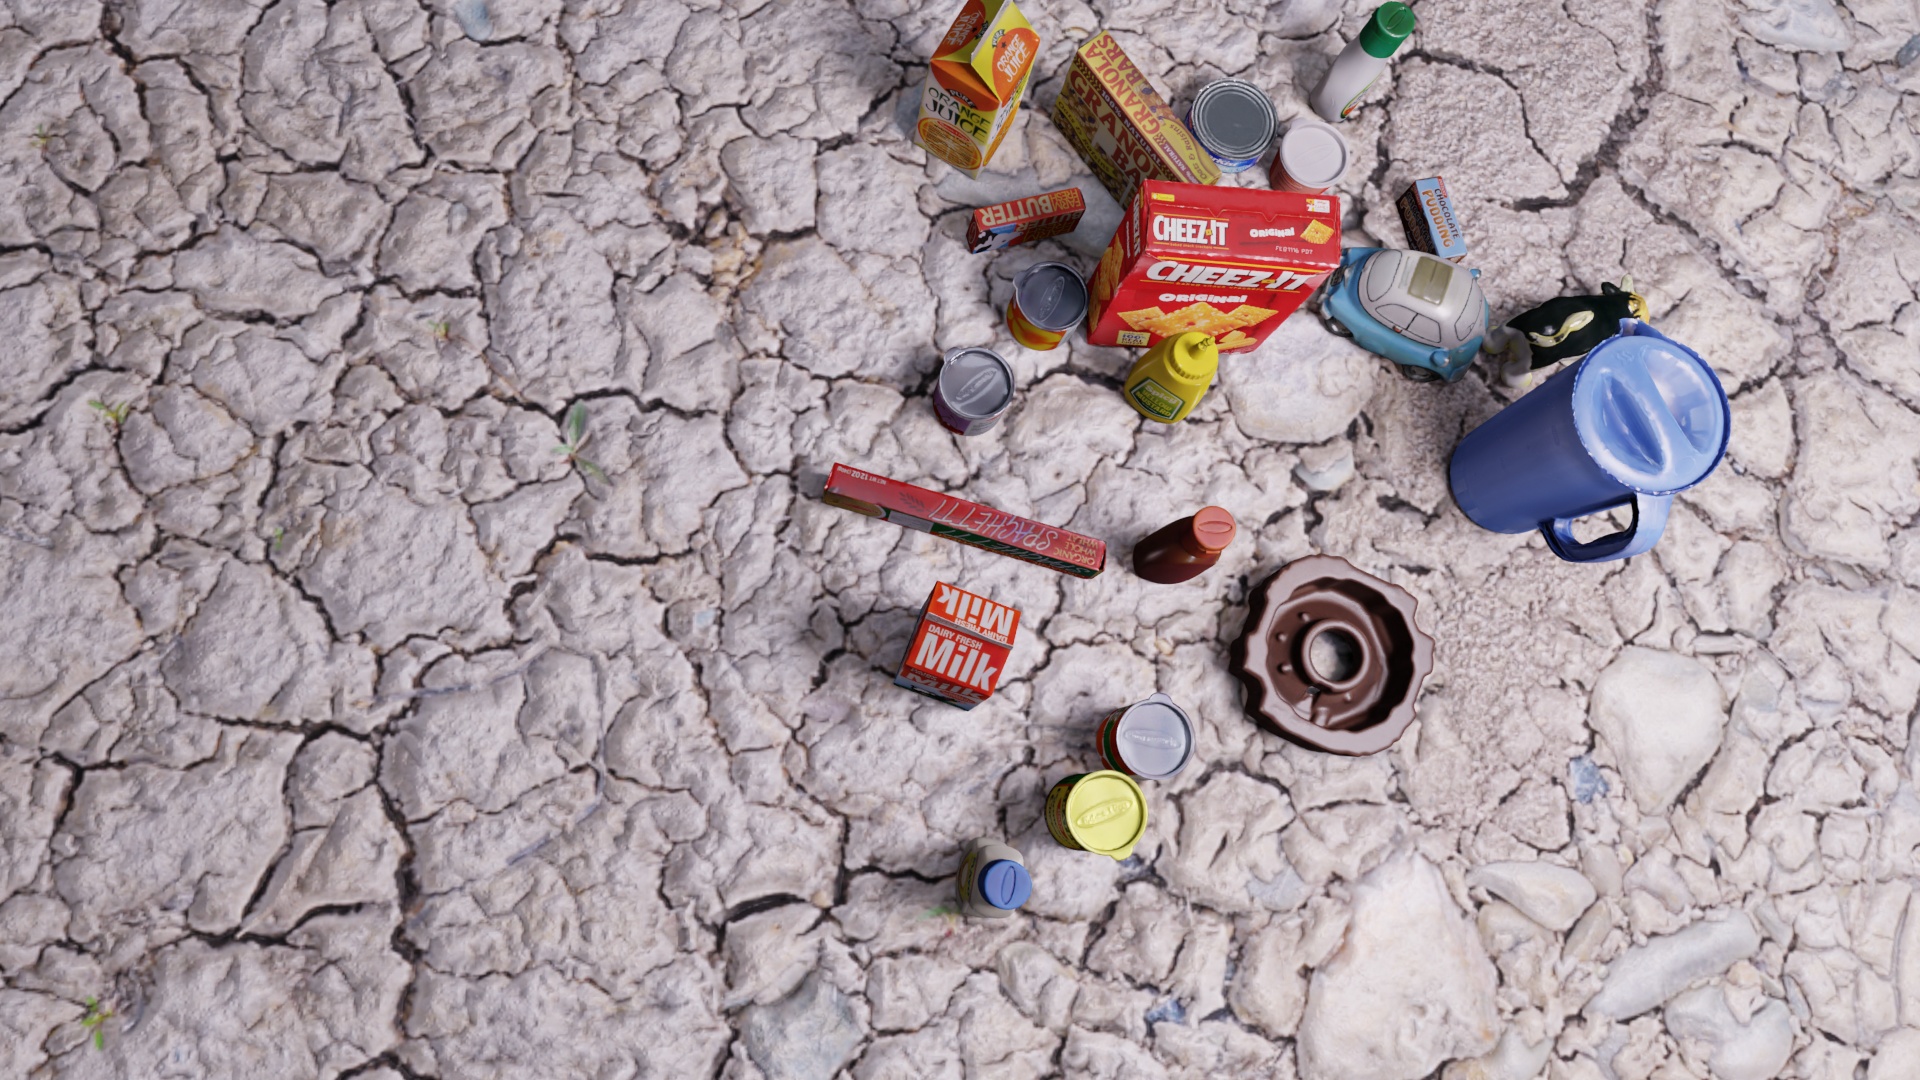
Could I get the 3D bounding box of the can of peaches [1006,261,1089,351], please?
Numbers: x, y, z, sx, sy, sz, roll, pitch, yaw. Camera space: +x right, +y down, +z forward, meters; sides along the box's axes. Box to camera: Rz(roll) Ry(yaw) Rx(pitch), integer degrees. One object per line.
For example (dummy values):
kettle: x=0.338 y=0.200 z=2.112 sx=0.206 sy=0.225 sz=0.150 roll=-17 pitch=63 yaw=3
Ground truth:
can of peaches: x=0.076 y=-0.212 z=1.254 sx=0.071 sy=0.058 sz=0.071 roll=2 pitch=78 yaw=-7

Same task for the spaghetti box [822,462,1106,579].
spaghetti box: x=0.004 y=-0.015 z=1.207 sx=0.250 sy=0.050 sz=0.029 roll=16 pitch=77 yaw=-4

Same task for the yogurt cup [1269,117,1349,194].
yogurt cup: x=0.328 y=-0.356 z=1.320 sx=0.072 sy=0.054 sz=0.072 roll=2 pitch=78 yaw=-7

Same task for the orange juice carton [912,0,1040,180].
orange juice carton: x=0.014 y=-0.402 z=1.217 sx=0.073 sy=0.192 sz=0.072 roll=31 pitch=77 yaw=-1

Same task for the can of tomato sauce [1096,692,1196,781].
can of tomato sauce: x=0.154 y=0.167 z=1.171 sx=0.071 sy=0.083 sz=0.071 roll=2 pitch=78 yaw=-7

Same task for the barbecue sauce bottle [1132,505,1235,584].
barbecue sauce bottle: x=0.193 y=0.004 z=1.177 sx=0.065 sy=0.148 sz=0.044 roll=1 pitch=79 yaw=-7

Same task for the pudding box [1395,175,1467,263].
pudding box: x=0.450 y=-0.299 z=1.326 sx=0.030 sy=0.049 sz=0.084 roll=-12 pitch=80 yaw=-10

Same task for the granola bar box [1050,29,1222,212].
granola bar box: x=0.155 y=-0.360 z=1.262 sx=0.039 sy=0.124 sz=0.165 roll=-37 pitch=85 yaw=-13

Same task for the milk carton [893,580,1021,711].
milk carton: x=-0.003 y=0.085 z=1.112 sx=0.072 sy=0.190 sz=0.073 roll=21 pitch=77 yaw=-3

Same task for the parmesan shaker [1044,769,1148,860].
parmesan shaker: x=0.110 y=0.227 z=1.142 sx=0.071 sy=0.103 sz=0.071 roll=2 pitch=78 yaw=-7

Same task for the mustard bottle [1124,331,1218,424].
mustard bottle: x=0.188 y=-0.147 z=1.202 sx=0.065 sy=0.160 sz=0.049 roll=33 pitch=77 yaw=0

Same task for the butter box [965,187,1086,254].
butter box: x=0.059 y=-0.293 z=1.271 sx=0.104 sy=0.053 sz=0.024 roll=-15 pitch=81 yaw=-10

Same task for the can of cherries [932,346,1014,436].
can of cherries: x=0.009 y=-0.133 z=1.228 sx=0.071 sy=0.058 sz=0.071 roll=2 pitch=78 yaw=-7

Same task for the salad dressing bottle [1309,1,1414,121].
salad dressing bottle: x=0.375 y=-0.446 z=1.297 sx=0.044 sy=0.147 sz=0.064 roll=41 pitch=77 yaw=2

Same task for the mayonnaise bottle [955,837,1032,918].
mayonnaise bottle: x=0.026 y=0.269 z=1.099 sx=0.041 sy=0.147 sz=0.065 roll=12 pitch=77 yaw=-5
